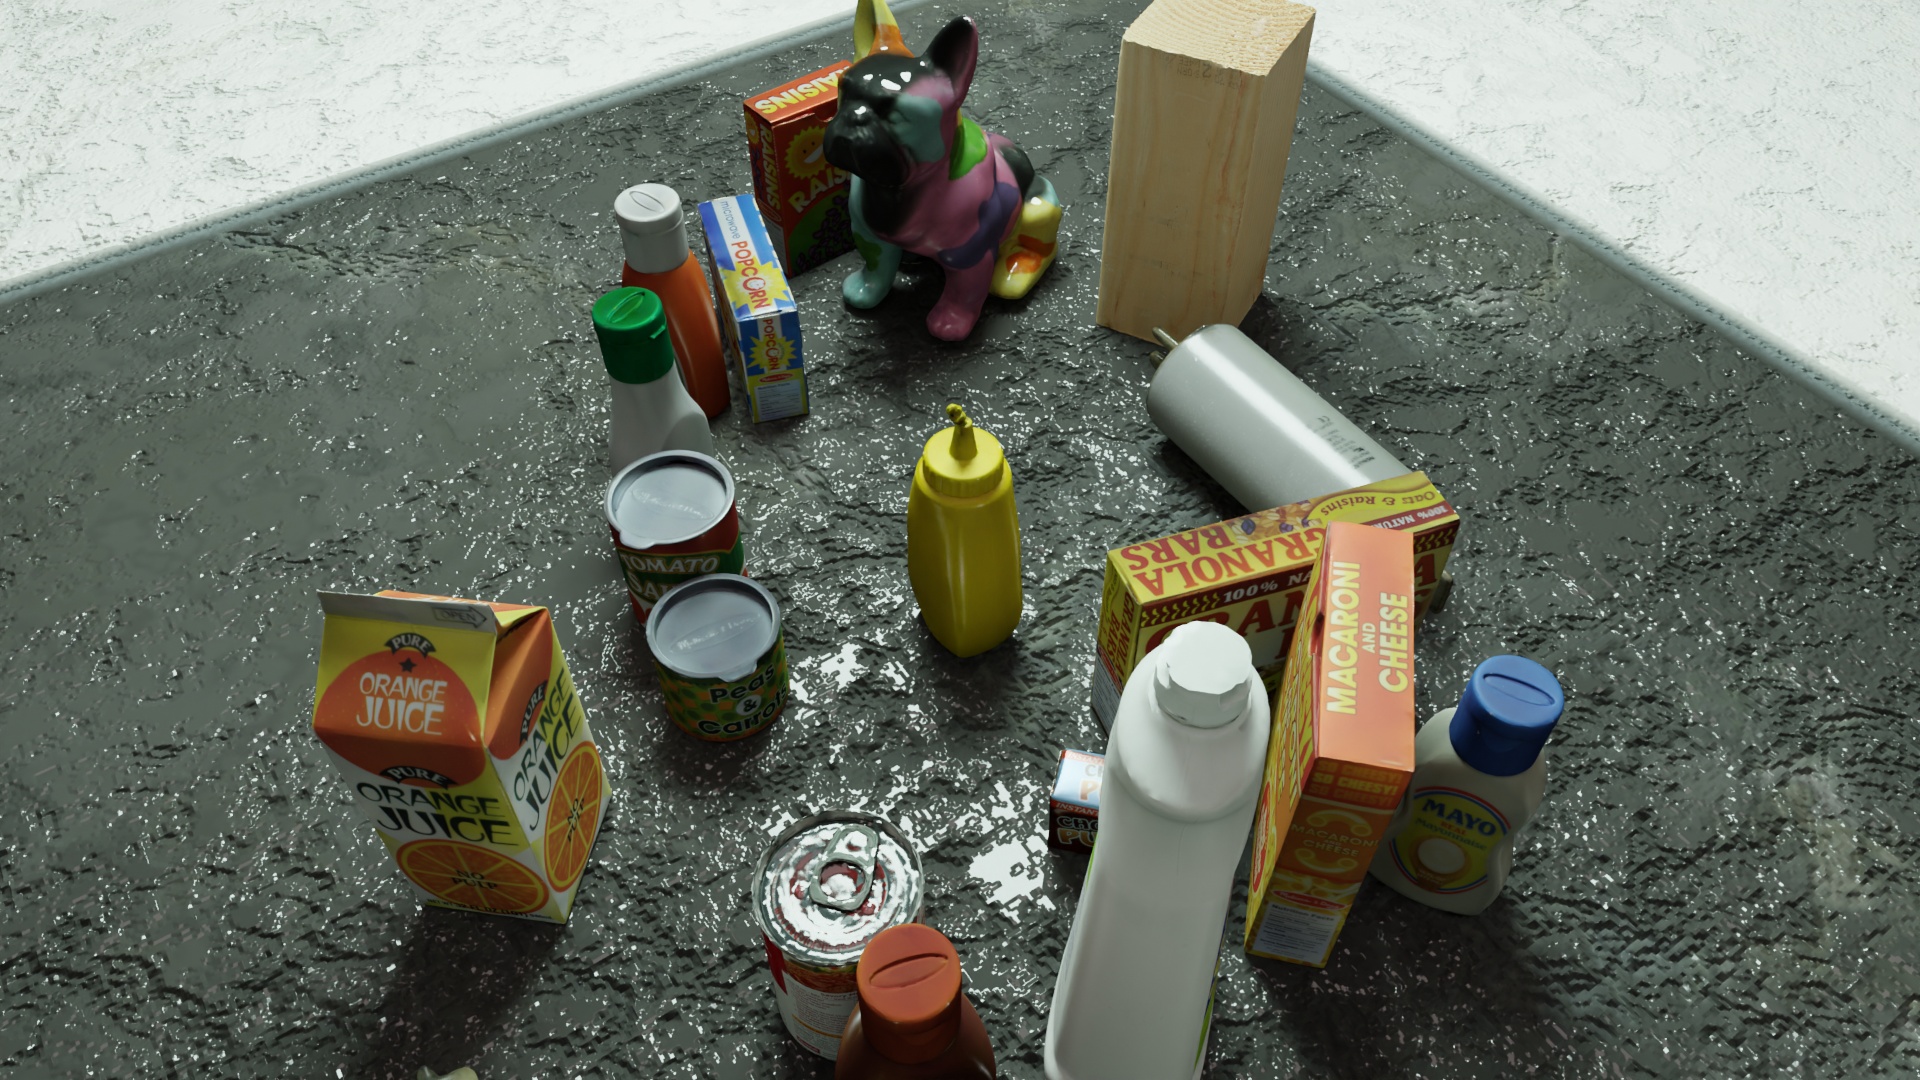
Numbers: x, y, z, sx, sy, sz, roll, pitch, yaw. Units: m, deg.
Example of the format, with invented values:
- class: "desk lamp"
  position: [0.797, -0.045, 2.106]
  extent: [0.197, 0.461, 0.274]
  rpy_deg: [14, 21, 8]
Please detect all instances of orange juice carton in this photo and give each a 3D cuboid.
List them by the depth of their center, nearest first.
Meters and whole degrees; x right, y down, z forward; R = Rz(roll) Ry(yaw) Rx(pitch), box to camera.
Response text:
- class: "orange juice carton"
  position: [-0.211, 0.085, 0.596]
  extent: [0.072, 0.191, 0.073]
  rpy_deg: [6, 49, 6]

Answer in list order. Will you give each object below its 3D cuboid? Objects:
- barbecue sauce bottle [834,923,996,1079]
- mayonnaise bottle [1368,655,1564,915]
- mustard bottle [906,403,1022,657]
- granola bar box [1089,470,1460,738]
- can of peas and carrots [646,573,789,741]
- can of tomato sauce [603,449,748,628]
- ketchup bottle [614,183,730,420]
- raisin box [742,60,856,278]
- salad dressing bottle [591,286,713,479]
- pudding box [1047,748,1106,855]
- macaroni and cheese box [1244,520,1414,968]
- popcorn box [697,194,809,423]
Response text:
- class: "barbecue sauce bottle"
  position: [-0.018, 0.195, 0.527]
  extent: [0.065, 0.147, 0.044]
  rpy_deg: [-13, 50, -11]
- class: "mayonnaise bottle"
  position: [0.221, 0.108, 0.606]
  extent: [0.065, 0.147, 0.041]
  rpy_deg: [21, 52, 18]
- class: "mustard bottle"
  position: [0.003, -0.009, 0.702]
  extent: [0.049, 0.159, 0.065]
  rpy_deg: [-24, 52, -20]
- class: "granola bar box"
  position: [0.151, 0.038, 0.685]
  extent: [0.166, 0.123, 0.039]
  rpy_deg: [-14, 50, -12]
- class: "can of peas and carrots"
  position: [-0.121, 0.062, 0.707]
  extent: [0.071, 0.058, 0.071]
  rpy_deg: [0, 48, 0]
- class: "can of tomato sauce"
  position: [-0.149, 0.005, 0.741]
  extent: [0.071, 0.082, 0.071]
  rpy_deg: [0, 48, 0]
- class: "ketchup bottle"
  position: [-0.174, -0.141, 0.828]
  extent: [0.065, 0.148, 0.044]
  rpy_deg: [33, 56, 26]
- class: "raisin box"
  position: [-0.097, -0.251, 0.944]
  extent: [0.086, 0.122, 0.040]
  rpy_deg: [-30, 55, -24]
- class: "salad dressing bottle"
  position: [-0.170, -0.071, 0.766]
  extent: [0.044, 0.146, 0.064]
  rpy_deg: [23, 52, 20]
- class: "pudding box"
  position: [0.085, 0.129, 0.653]
  extent: [0.084, 0.049, 0.030]
  rpy_deg: [10, 49, 9]
- class: "macaroni and cheese box"
  position: [0.159, 0.092, 0.608]
  extent: [0.040, 0.165, 0.124]
  rpy_deg: [9, 49, 8]
- class: "popcorn box"
  position: [-0.131, -0.148, 0.877]
  extent: [0.038, 0.084, 0.127]
  rpy_deg: [-14, 50, -12]
